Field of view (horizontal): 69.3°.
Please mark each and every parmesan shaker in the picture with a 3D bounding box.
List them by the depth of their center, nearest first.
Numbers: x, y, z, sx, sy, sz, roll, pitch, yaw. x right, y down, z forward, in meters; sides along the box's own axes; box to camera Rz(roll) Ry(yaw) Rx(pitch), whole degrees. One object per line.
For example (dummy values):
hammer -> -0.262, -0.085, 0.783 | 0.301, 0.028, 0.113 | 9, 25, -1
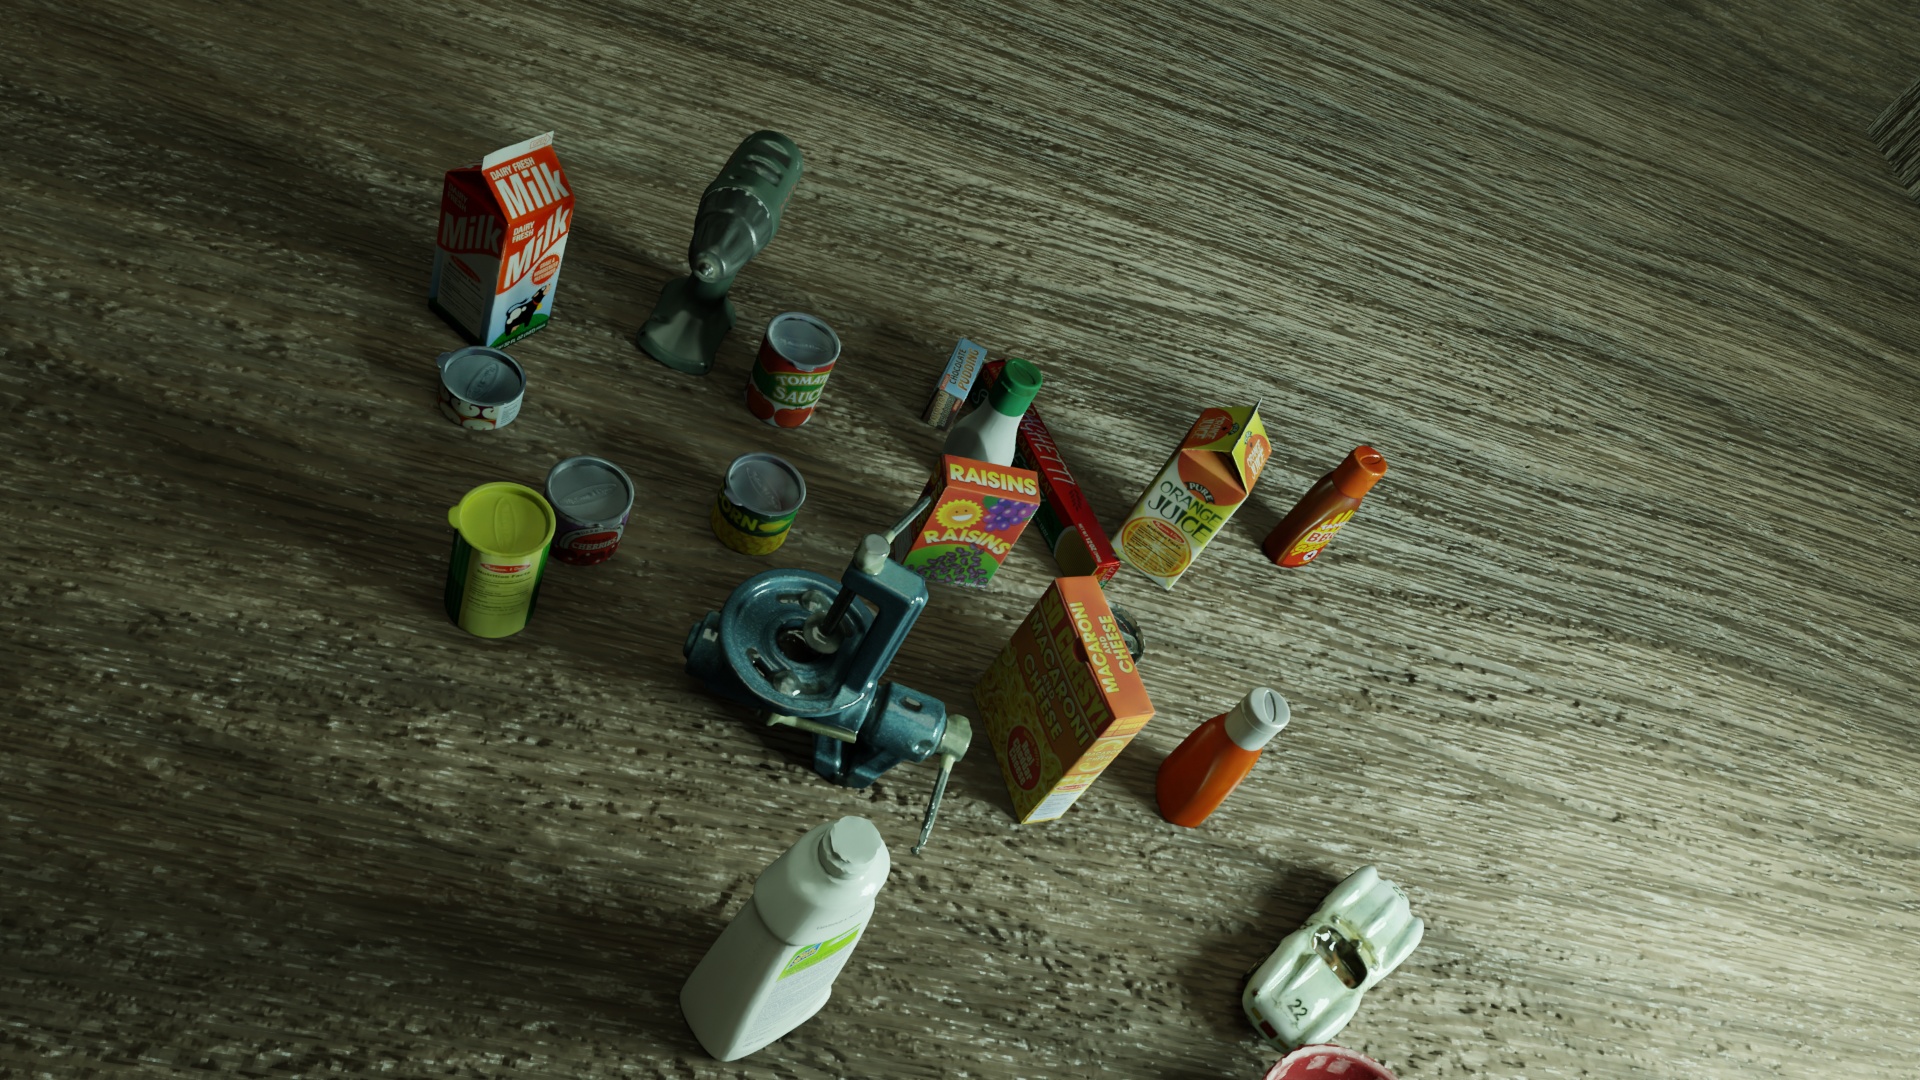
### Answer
parmesan shaker -> -0.334, 0.015, 0.994 | 0.071, 0.102, 0.072 | 14, 49, -16

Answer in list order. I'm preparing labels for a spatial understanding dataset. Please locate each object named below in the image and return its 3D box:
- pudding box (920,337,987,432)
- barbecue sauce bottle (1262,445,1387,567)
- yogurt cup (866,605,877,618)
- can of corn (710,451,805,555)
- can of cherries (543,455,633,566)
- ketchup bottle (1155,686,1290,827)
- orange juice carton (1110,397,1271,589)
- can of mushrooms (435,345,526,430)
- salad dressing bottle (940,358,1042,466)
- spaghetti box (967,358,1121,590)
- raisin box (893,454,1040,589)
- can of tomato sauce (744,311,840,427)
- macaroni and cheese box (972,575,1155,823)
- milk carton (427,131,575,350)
pudding box -> -0.006, -0.150, 1.331 | 0.030, 0.049, 0.084 | 27, 46, -4
barbecue sauce bottle -> 0.355, -0.032, 1.345 | 0.065, 0.147, 0.044 | -10, 58, -32
yogurt cup -> -0.095, 0.087, 1.088 | 0.072, 0.053, 0.073 | 14, 48, -16
can of corn -> -0.169, -0.029, 1.143 | 0.071, 0.058, 0.071 | 14, 49, -16
can of cherries -> -0.291, -0.021, 1.076 | 0.071, 0.058, 0.072 | 14, 49, -16
ketchup bottle -> 0.207, 0.169, 1.105 | 0.043, 0.148, 0.065 | 16, 48, -14
orange juice carton -> 0.215, -0.048, 1.258 | 0.073, 0.191, 0.072 | 35, 46, 3
can of mushrooms -> -0.392, -0.125, 1.129 | 0.071, 0.033, 0.071 | 14, 48, -16
salad dressing bottle -> 0.028, -0.099, 1.238 | 0.044, 0.146, 0.064 | -26, 68, -39
spaghetti box -> 0.074, -0.062, 1.298 | 0.029, 0.050, 0.251 | -8, 58, -32
raisin box -> 0.004, -0.015, 1.173 | 0.086, 0.122, 0.040 | 11, 50, -19
can of tomato sauce -> -0.150, -0.149, 1.235 | 0.071, 0.082, 0.071 | 14, 49, -16
macaroni and cheese box -> 0.073, 0.124, 1.063 | 0.040, 0.165, 0.124 | -3, 55, -28
milk carton -> -0.373, -0.249, 1.132 | 0.073, 0.189, 0.073 | 40, 47, 9
